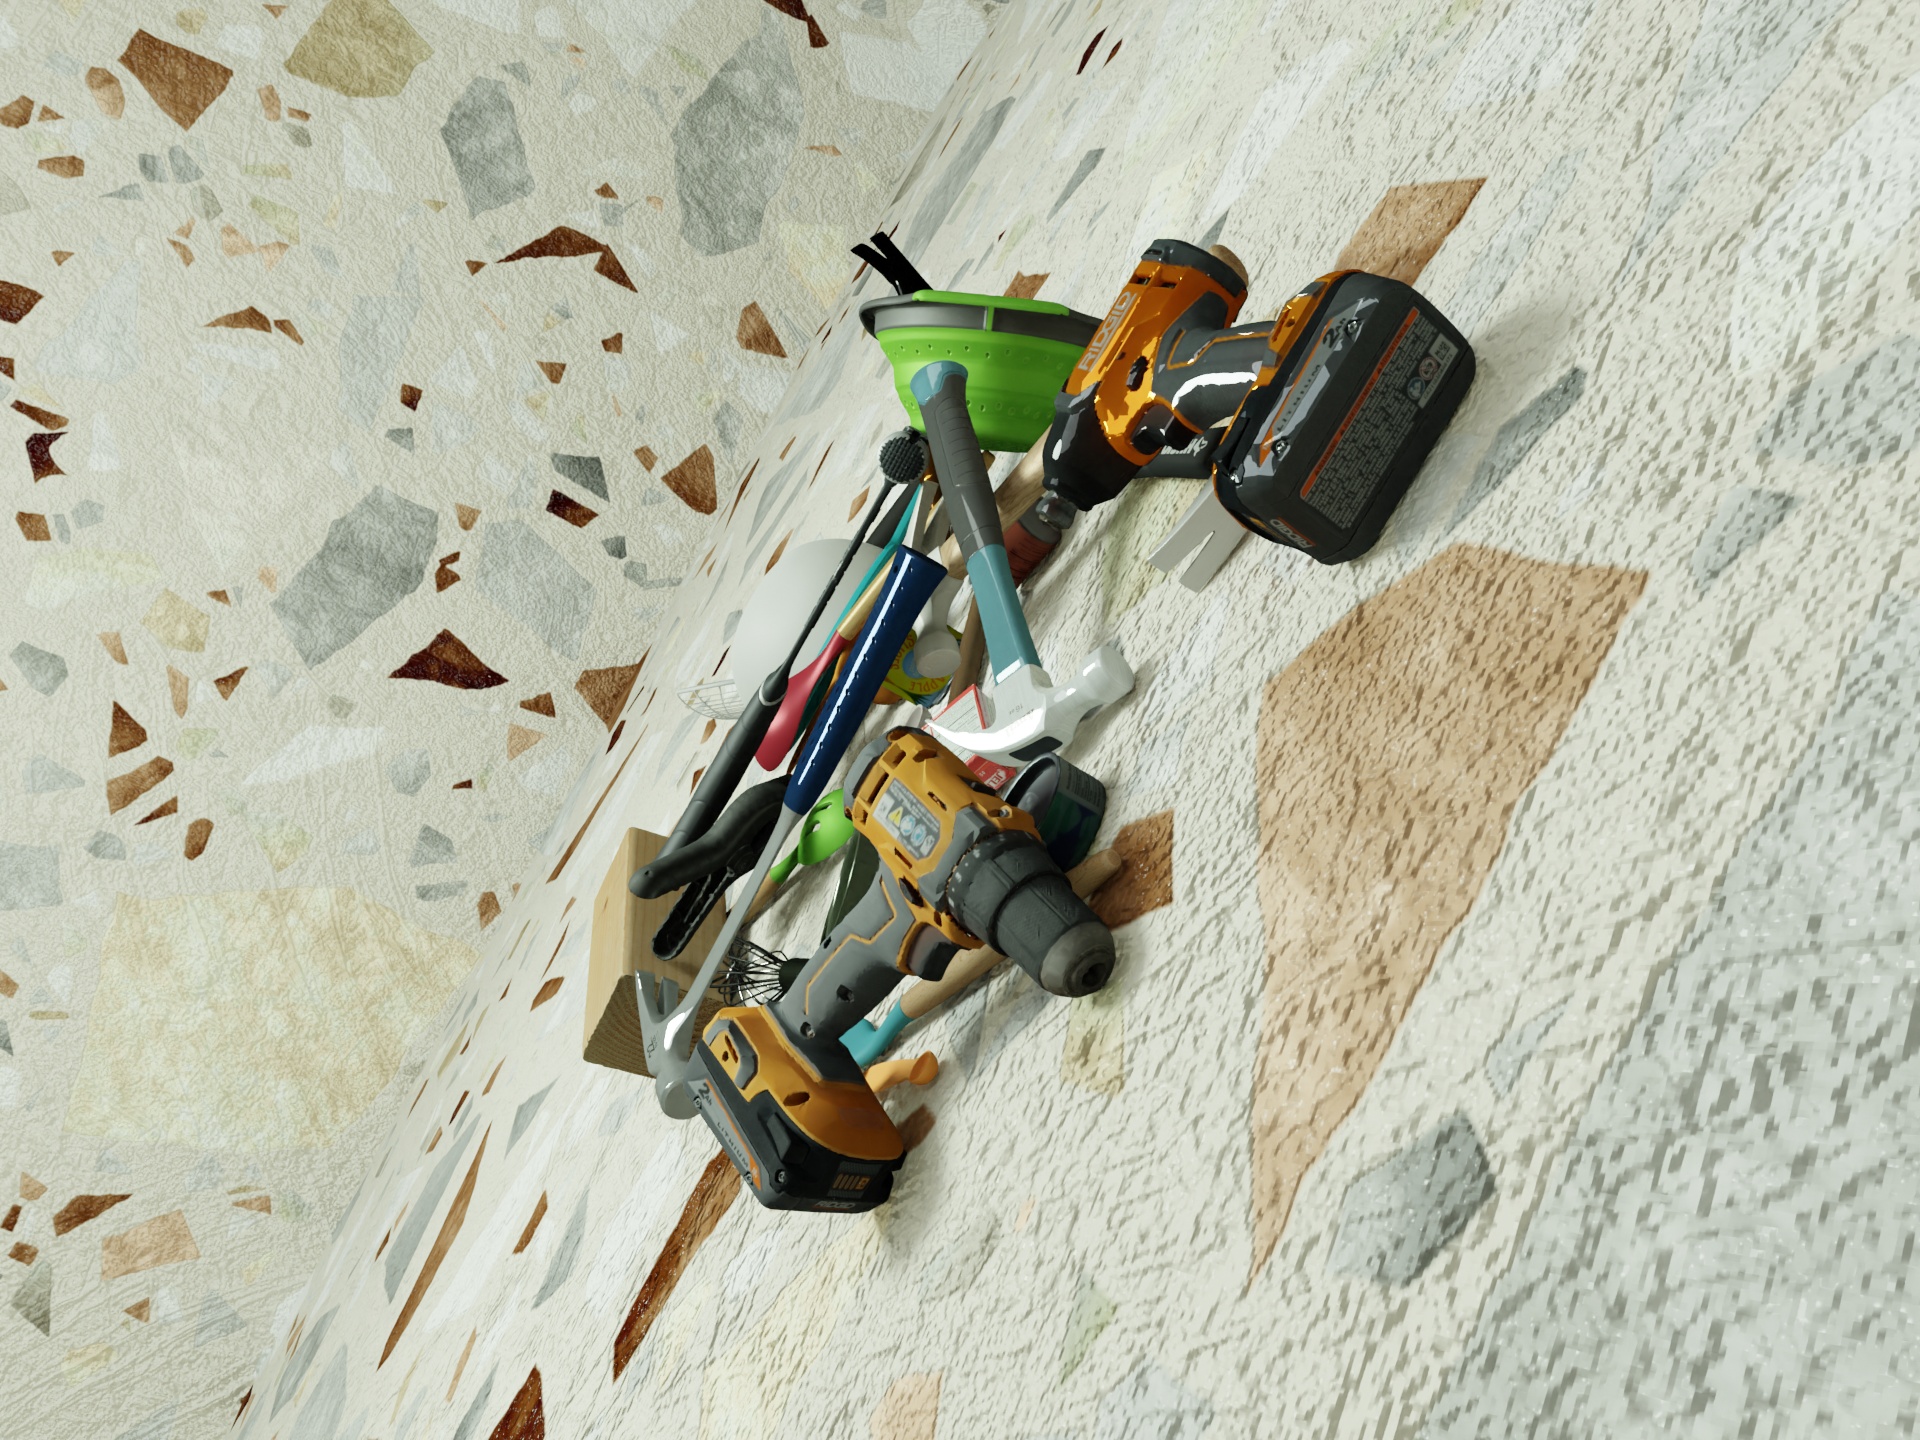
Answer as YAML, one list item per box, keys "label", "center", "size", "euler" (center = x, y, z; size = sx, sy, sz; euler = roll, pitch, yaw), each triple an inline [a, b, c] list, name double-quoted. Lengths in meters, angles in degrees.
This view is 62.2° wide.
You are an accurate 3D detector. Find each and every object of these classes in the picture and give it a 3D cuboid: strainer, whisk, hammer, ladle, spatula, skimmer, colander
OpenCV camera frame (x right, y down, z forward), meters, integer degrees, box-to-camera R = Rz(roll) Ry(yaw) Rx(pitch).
- label: "strainer"
  center: [-0.112, -0.139, 1.406]
  size: [0.340, 0.095, 0.211]
  euler: [-62, 1, -2]
- label: "whisk"
  center: [-0.115, 0.174, 1.082]
  size: [0.246, 0.059, 0.058]
  euler: [-14, 92, 62]
- label: "hammer"
  center: [-0.030, -0.260, 1.338]
  size: [0.034, 0.127, 0.337]
  euler: [-23, 55, 21]
- label: "hammer"
  center: [0.118, -0.159, 0.983]
  size: [0.146, 0.035, 0.335]
  euler: [-59, 17, 0]
- label: "ladle"
  center: [-0.074, -0.085, 1.239]
  size: [0.315, 0.031, 0.069]
  euler: [-50, 36, 17]
- label: "spatula"
  center: [-0.022, 0.140, 0.867]
  size: [0.317, 0.044, 0.082]
  euler: [-42, 7, 41]
- label: "hammer"
  center: [-0.132, -0.042, 1.199]
  size: [0.409, 0.036, 0.149]
  euler: [-59, 6, 13]
- label: "hammer"
  center: [0.014, -0.111, 0.988]
  size: [0.128, 0.033, 0.331]
  euler: [-38, 46, 28]
- label: "skimmer"
  center: [-0.155, -0.134, 1.618]
  size: [0.363, 0.090, 0.127]
  euler: [-51, -13, 20]
- label: "colander"
  center: [0.025, -0.259, 1.275]
  size: [0.397, 0.204, 0.094]
  euler: [-59, -25, -85]
- label: "hammer"
  center: [0.061, -0.173, 1.013]
  size: [0.331, 0.031, 0.130]
  euler: [-44, 44, 35]
- label: "spatula"
  center: [-0.002, -0.003, 1.091]
  size: [0.059, 0.018, 0.316]
  euler: [-47, 22, 43]
- label: "hammer"
  center: [-0.120, 0.066, 1.085]
  size: [0.405, 0.035, 0.144]
  euler: [-62, 28, 10]

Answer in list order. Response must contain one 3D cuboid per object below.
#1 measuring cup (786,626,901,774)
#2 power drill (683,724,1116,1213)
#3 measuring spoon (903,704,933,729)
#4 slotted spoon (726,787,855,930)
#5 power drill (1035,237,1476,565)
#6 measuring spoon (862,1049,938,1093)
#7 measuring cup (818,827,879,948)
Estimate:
- label: "measuring cup"
  center: [-0.078, -0.020, 1.283]
  size: [0.173, 0.052, 0.095]
  euler: [-59, 17, 8]
- label: "power drill"
  center: [-0.029, 0.138, 0.789]
  size: [0.186, 0.084, 0.226]
  euler: [40, 104, 44]
- label: "measuring spoon"
  center: [-0.049, 0.047, 1.158]
  size: [0.124, 0.018, 0.034]
  euler: [-64, 16, 9]
- label: "slotted spoon"
  center: [-0.161, 0.139, 1.295]
  size: [0.313, 0.031, 0.070]
  euler: [-45, 20, 43]
- label: "power drill"
  center: [0.125, -0.150, 0.787]
  size: [0.164, 0.084, 0.227]
  euler: [-59, 32, 3]
- label: "measuring spoon"
  center: [-0.038, 0.199, 0.878]
  size: [0.021, 0.011, 0.117]
  euler: [-60, 12, -28]
- label: "measuring cup"
  center: [-0.067, 0.128, 1.048]
  size: [0.167, 0.038, 0.083]
  euler: [115, 168, -60]
